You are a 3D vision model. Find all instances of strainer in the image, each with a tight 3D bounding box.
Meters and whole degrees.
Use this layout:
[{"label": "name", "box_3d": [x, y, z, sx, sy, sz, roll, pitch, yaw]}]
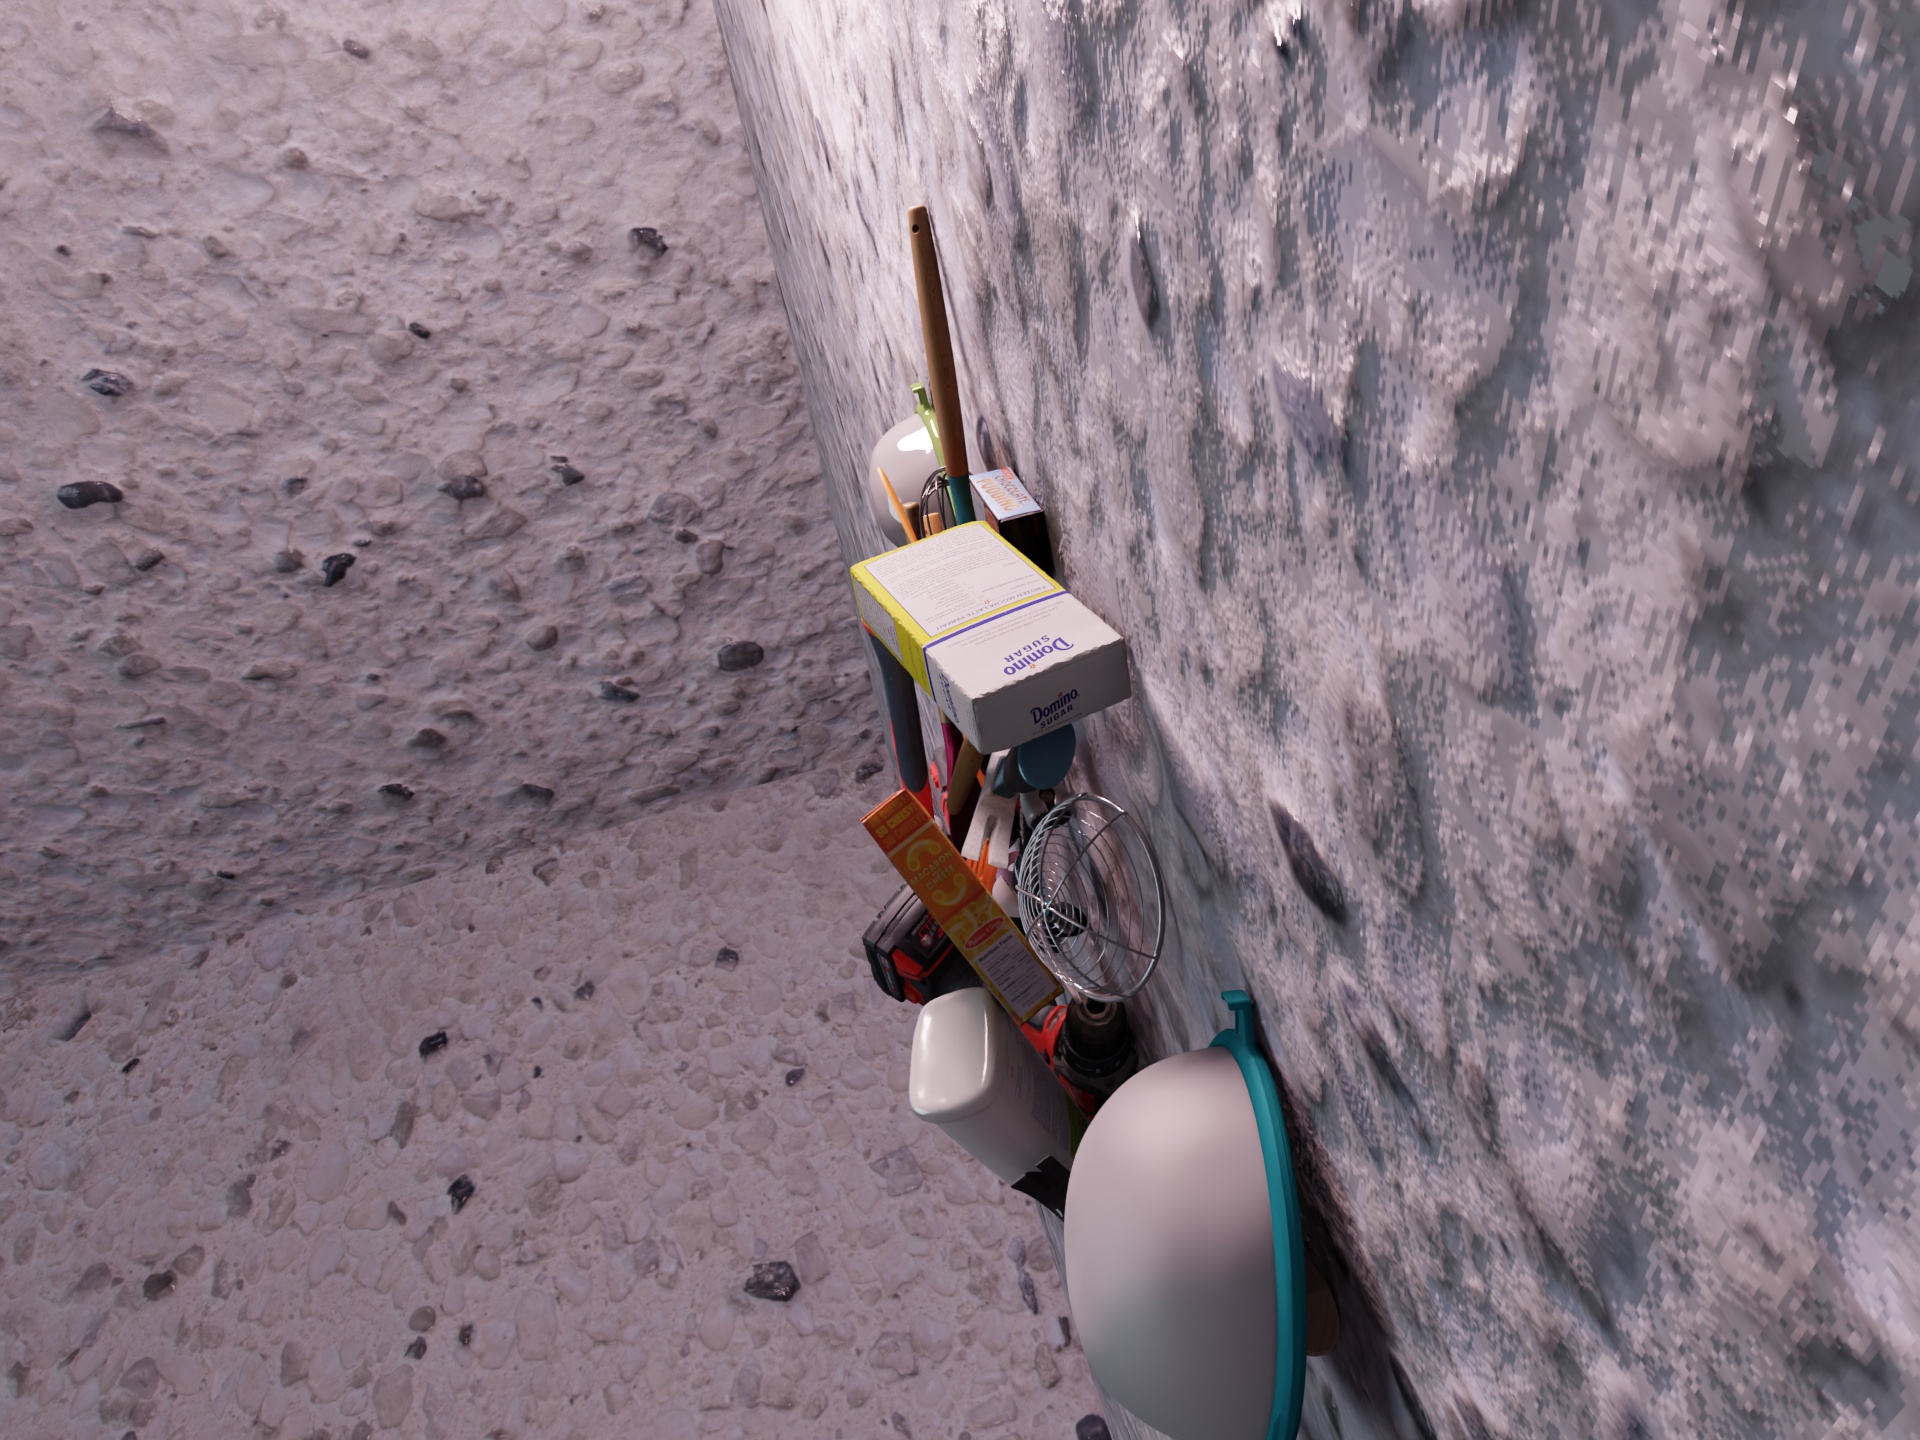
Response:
[{"label": "strainer", "box_3d": [0.102, 0.312, 0.754, 0.210, 0.095, 0.341, 93, 177, -52]}, {"label": "strainer", "box_3d": [-0.026, -0.142, 1.336, 0.151, 0.069, 0.256, 90, 165, -71]}]

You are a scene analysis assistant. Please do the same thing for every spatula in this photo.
[{"label": "spatula", "box_3d": [-0.002, -0.004, 1.273, 0.081, 0.041, 0.322, -168, 66, -74]}, {"label": "spatula", "box_3d": [-0.008, -0.195, 1.113, 0.044, 0.082, 0.317, -44, -51, -58]}]

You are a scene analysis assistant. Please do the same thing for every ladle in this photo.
[{"label": "ladle", "box_3d": [0.009, 0.015, 1.117, 0.069, 0.031, 0.315, -61, -5, -21]}]

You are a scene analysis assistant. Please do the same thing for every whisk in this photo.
[{"label": "whisk", "box_3d": [0.008, -0.073, 1.191, 0.055, 0.055, 0.239, -175, 75, -84]}]

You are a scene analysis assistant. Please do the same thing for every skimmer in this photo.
[{"label": "skimmer", "box_3d": [0.095, 0.128, 1.090, 0.363, 0.090, 0.127, 49, -152, -78]}]

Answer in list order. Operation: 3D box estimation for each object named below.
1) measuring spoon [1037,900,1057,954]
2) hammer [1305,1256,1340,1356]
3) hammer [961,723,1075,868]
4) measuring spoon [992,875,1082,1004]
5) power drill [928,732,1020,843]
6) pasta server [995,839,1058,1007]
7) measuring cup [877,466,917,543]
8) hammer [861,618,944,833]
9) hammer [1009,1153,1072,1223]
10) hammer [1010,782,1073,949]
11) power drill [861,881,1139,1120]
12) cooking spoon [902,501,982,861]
[{"label": "measuring spoon", "box_3d": [0.077, 0.194, 1.504, 0.128, 0.021, 0.042, 84, 169, -69]}, {"label": "hammer", "box_3d": [0.172, 0.368, 0.960, 0.410, 0.038, 0.146, 90, 162, -71]}, {"label": "hammer", "box_3d": [0.038, 0.029, 1.009, 0.331, 0.033, 0.128, 118, 168, -84]}, {"label": "measuring spoon", "box_3d": [0.052, 0.159, 1.130, 0.034, 0.018, 0.124, 52, -177, -47]}, {"label": "power drill", "box_3d": [0.004, 0.005, 1.452, 0.143, 0.078, 0.219, -114, 13, -56]}, {"label": "pasta server", "box_3d": [0.092, 0.272, 1.589, 0.060, 0.040, 0.316, 116, 134, -82]}, {"label": "measuring cup", "box_3d": [-0.001, -0.117, 1.091, 0.174, 0.052, 0.095, 63, -174, 21]}, {"label": "hammer", "box_3d": [-0.036, 0.049, 1.275, 0.385, 0.038, 0.143, 83, 176, -54]}, {"label": "hammer", "box_3d": [0.129, 0.410, 0.996, 0.146, 0.035, 0.335, 49, -177, -35]}, {"label": "hammer", "box_3d": [0.053, 0.116, 1.364, 0.408, 0.036, 0.149, 87, 168, -57]}, {"label": "power drill", "box_3d": [0.037, 0.207, 1.214, 0.227, 0.080, 0.187, 31, 156, 21]}, {"label": "cooking spoon", "box_3d": [-0.014, -0.024, 1.310, 0.069, 0.017, 0.318, -36, -58, -53]}]
